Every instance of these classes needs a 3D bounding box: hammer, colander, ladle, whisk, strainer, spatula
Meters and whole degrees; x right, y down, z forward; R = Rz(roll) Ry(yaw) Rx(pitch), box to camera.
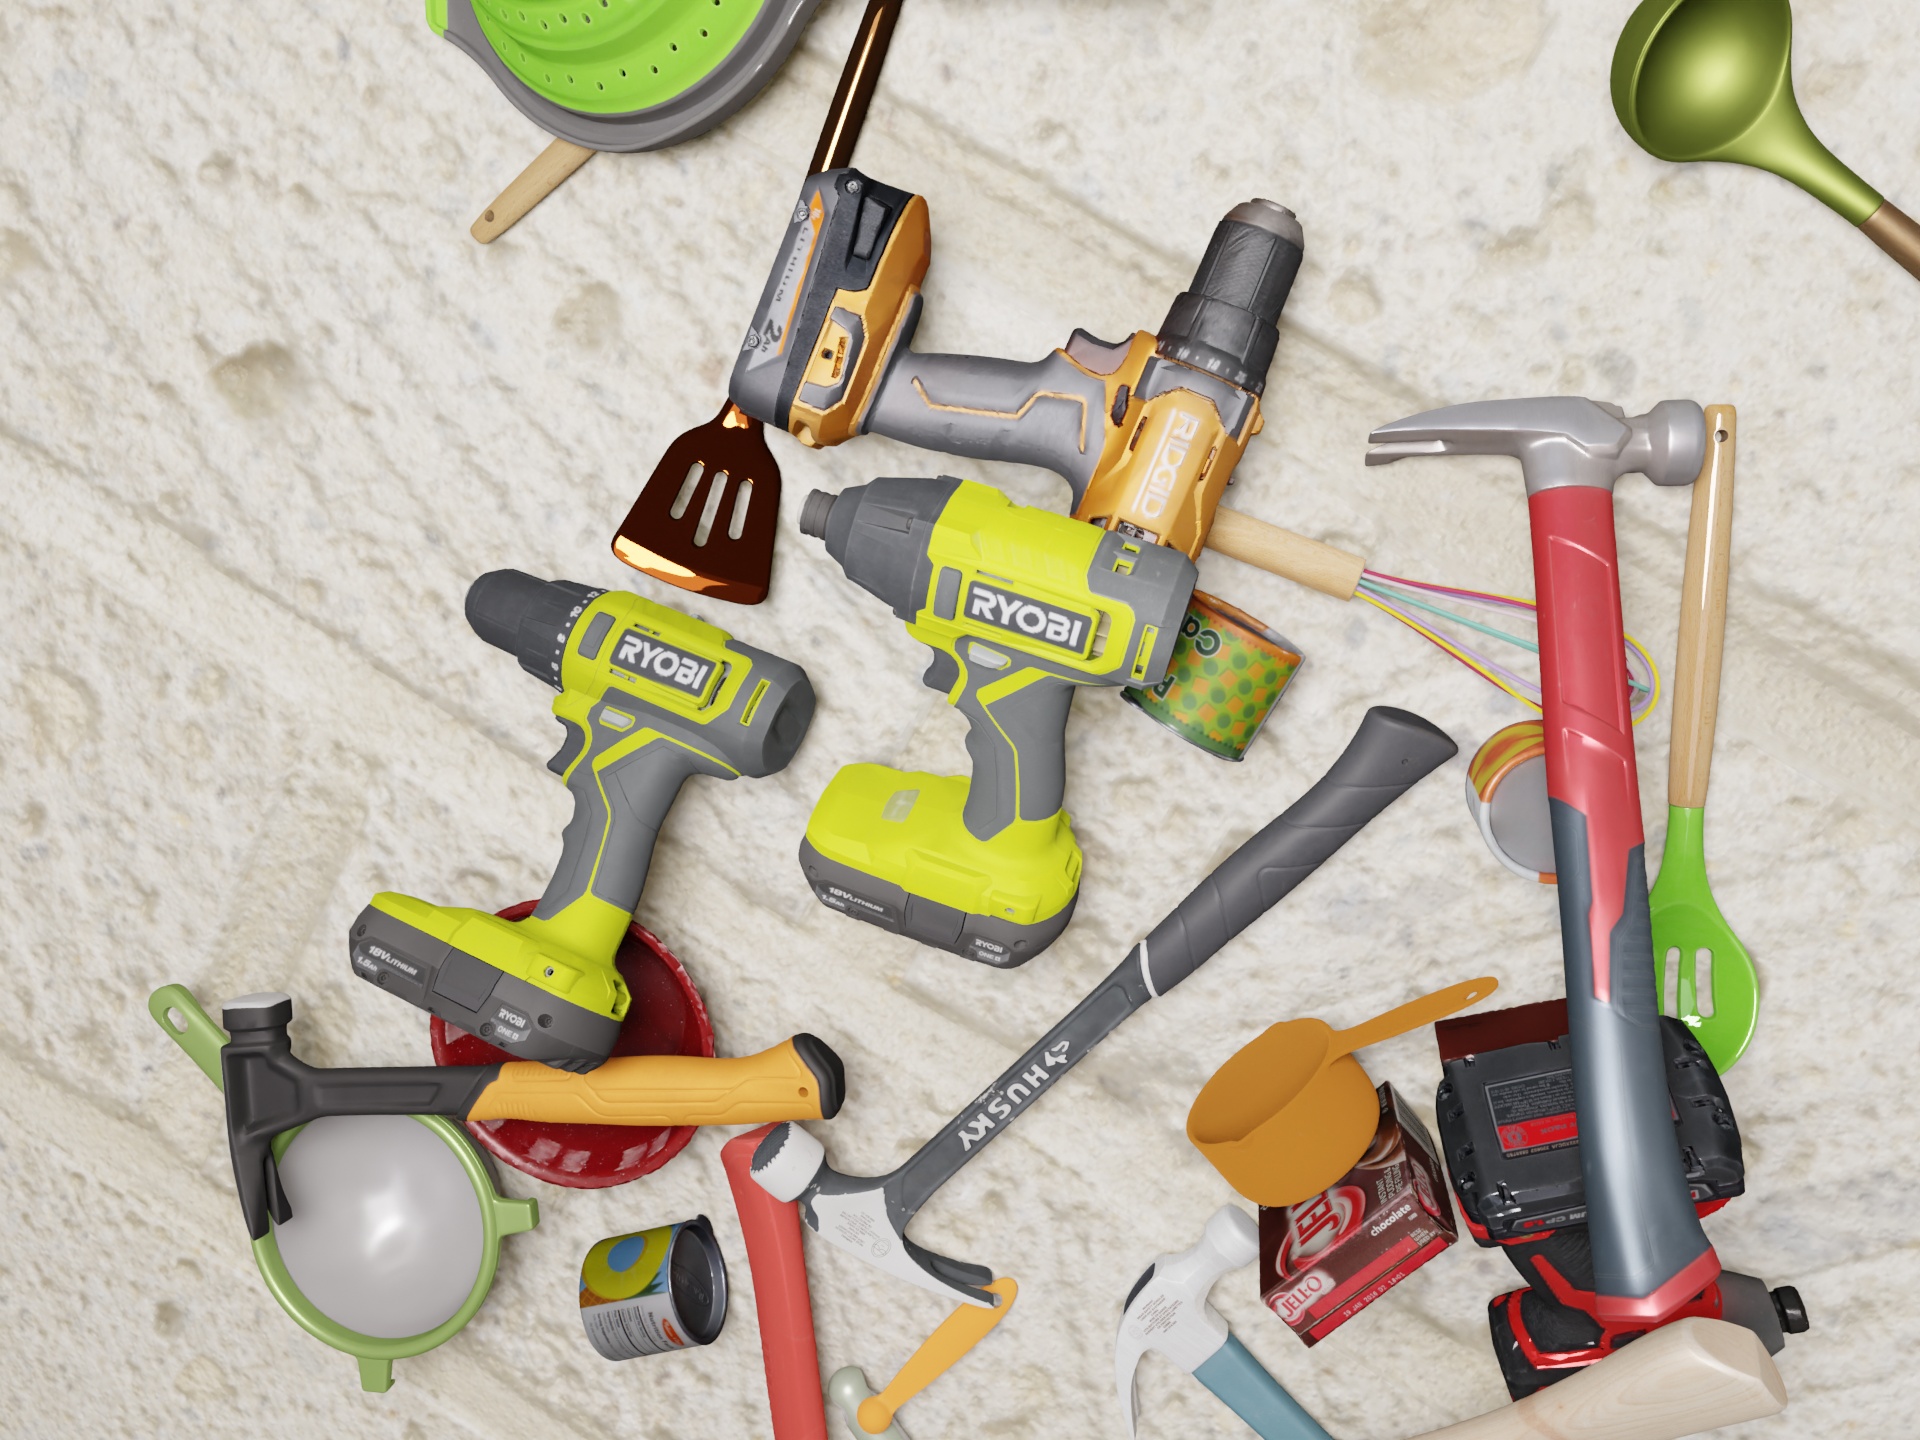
[{"bbox_3d":[0.247,0.043,0.660,0.143,0.038,0.387,0,71,10],"label":"hammer"},{"bbox_3d":[0.212,0.409,0.831,0.331,0.033,0.128,44,105,1],"label":"hammer"},{"bbox_3d":[-0.091,-0.356,0.688,0.397,0.094,0.204,11,99,18],"label":"colander"},{"bbox_3d":[-0.124,-0.333,0.765,0.315,0.031,0.069,-35,82,18],"label":"ladle"},{"bbox_3d":[0.084,0.142,0.798,0.149,0.036,0.409,43,103,-14],"label":"hammer"},{"bbox_3d":[-0.080,0.397,0.864,0.149,0.036,0.359,-1,97,47],"label":"hammer"},{"bbox_3d":[-0.223,0.199,0.819,0.337,0.034,0.127,-4,92,12],"label":"hammer"},{"bbox_3d":[0.004,0.462,0.883,0.059,0.058,0.246,-35,89,-19],"label":"whisk"},{"bbox_3d":[0.406,-0.197,0.666,0.320,0.062,0.078,39,108,0],"label":"ladle"},{"bbox_3d":[-0.354,0.238,0.902,0.256,0.069,0.151,43,101,8],"label":"strainer"},{"bbox_3d":[0.196,0.378,0.770,0.410,0.038,0.146,-33,101,30],"label":"hammer"},{"bbox_3d":[-0.081,-0.217,0.771,0.081,0.041,0.322,19,103,-10],"label":"spatula"},{"bbox_3d":[0.205,-0.054,0.742,0.245,0.051,0.047,23,110,10],"label":"whisk"}]

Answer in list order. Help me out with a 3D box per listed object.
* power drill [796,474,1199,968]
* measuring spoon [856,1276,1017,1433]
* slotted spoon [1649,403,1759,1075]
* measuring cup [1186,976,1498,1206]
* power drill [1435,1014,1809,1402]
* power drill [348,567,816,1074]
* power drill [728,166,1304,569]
[{"bbox_3d":[-0.001,-0.002,0.730,0.171,0.080,0.223,18,129,8],"label":"power drill"},{"bbox_3d":[-0.013,0.345,0.864,0.117,0.011,0.021,-44,84,2],"label":"measuring spoon"},{"bbox_3d":[0.340,0.014,0.734,0.070,0.031,0.313,2,99,11],"label":"slotted spoon"},{"bbox_3d":[0.189,0.173,0.751,0.173,0.095,0.052,-34,99,31],"label":"measuring cup"},{"bbox_3d":[0.303,0.238,0.723,0.143,0.079,0.219,-16,126,15],"label":"power drill"},{"bbox_3d":[-0.202,0.040,0.793,0.190,0.080,0.228,22,77,16],"label":"power drill"},{"bbox_3d":[0.031,-0.174,0.720,0.226,0.084,0.185,23,98,2],"label":"power drill"}]
